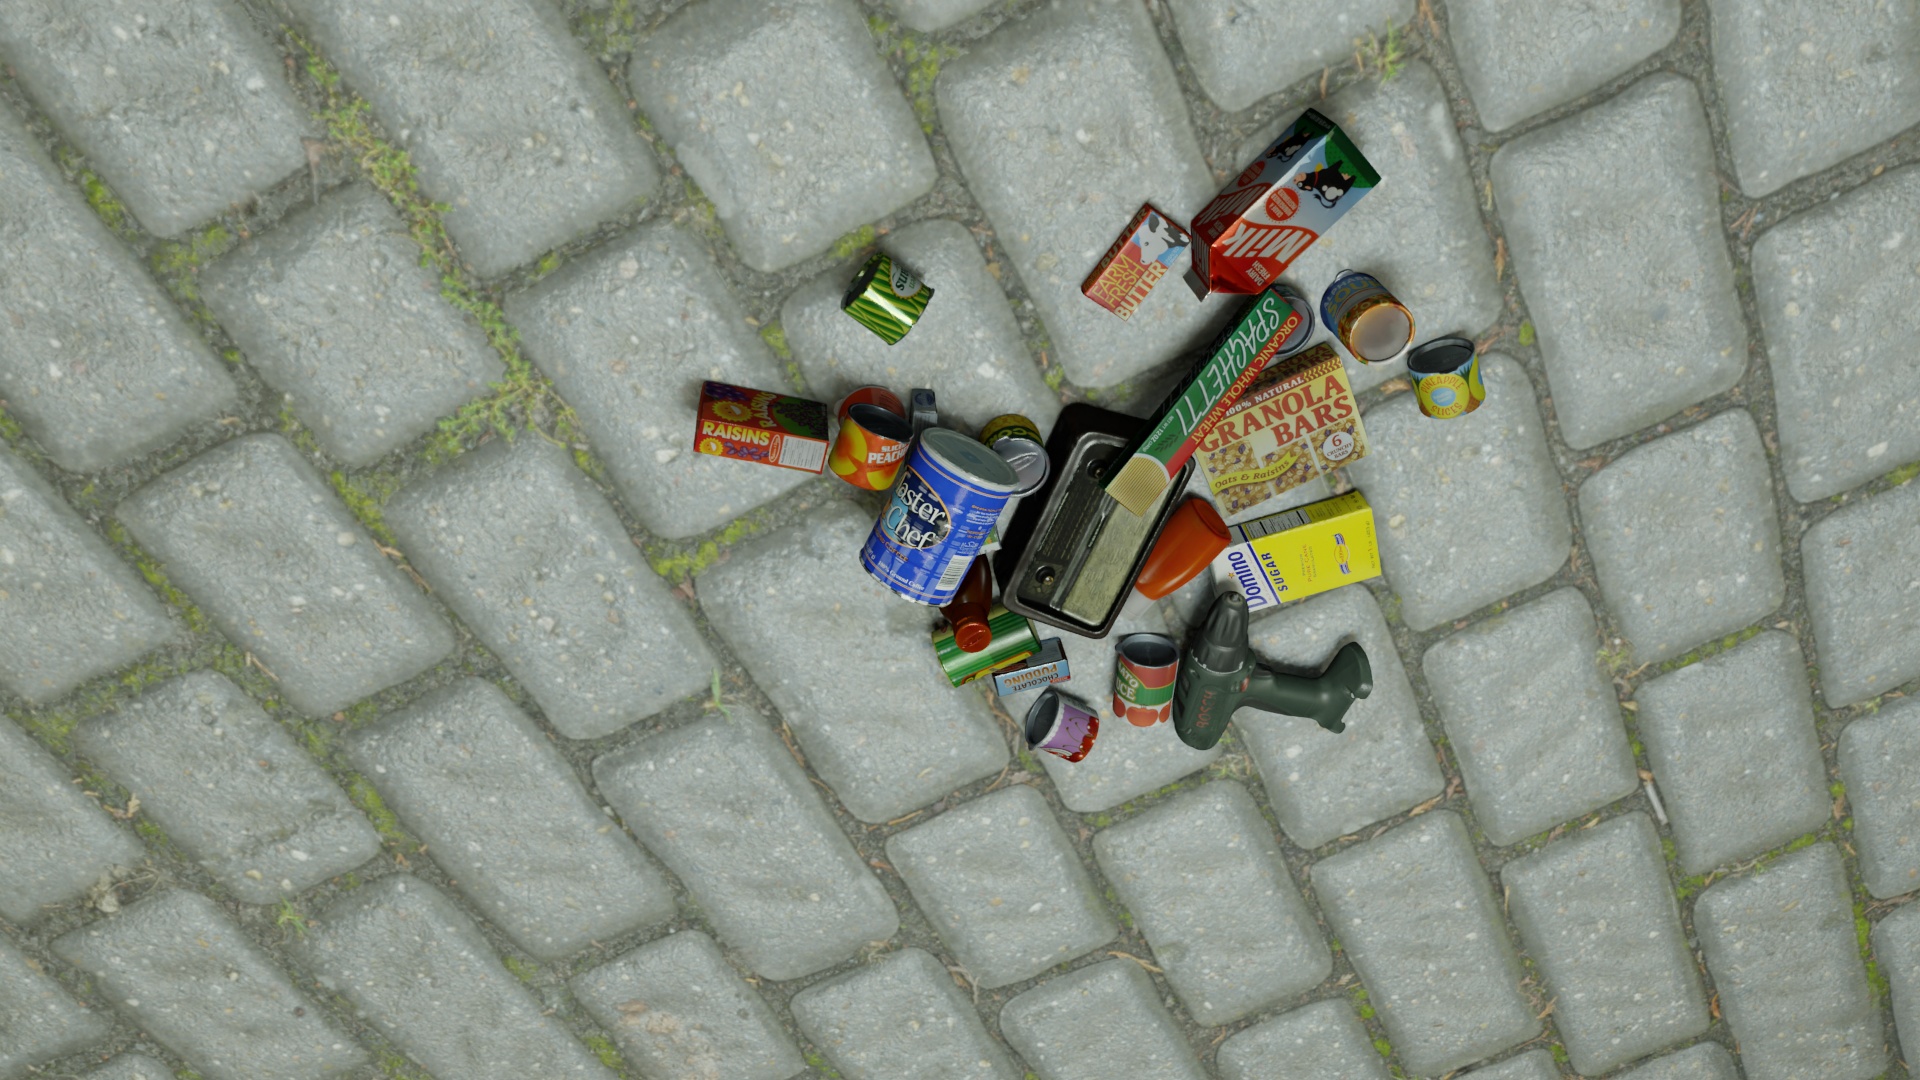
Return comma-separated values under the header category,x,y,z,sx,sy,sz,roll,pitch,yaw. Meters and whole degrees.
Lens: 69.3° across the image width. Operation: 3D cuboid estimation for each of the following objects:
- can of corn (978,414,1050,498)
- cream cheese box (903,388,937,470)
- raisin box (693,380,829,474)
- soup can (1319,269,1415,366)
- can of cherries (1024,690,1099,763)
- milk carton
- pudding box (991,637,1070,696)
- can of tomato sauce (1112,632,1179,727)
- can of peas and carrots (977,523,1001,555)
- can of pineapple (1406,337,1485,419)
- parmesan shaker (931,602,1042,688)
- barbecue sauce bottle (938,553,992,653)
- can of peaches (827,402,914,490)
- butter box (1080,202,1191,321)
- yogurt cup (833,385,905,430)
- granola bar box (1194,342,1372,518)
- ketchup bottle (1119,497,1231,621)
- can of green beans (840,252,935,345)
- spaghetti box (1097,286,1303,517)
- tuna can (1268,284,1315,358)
category,x,y,z,sx,sy,sz,roll,pitch,yaw
can of corn,0.051,-0.087,1.385,0.071,0.058,0.070,-3,120,-5
cream cheese box,-0.041,-0.092,1.373,0.024,0.053,0.103,4,119,-7
raisin box,-0.190,-0.108,1.325,0.123,0.086,0.040,10,120,-12
soup can,0.392,-0.216,1.341,0.071,0.084,0.071,-3,119,-5
can of cherries,0.113,0.211,1.556,0.058,0.072,0.071,26,113,-21
milk carton,0.284,-0.299,1.286,0.190,0.072,0.073,-43,116,16
pudding box,0.075,0.138,1.520,0.084,0.050,0.030,-13,119,-1
can of tomato sauce,0.203,0.155,1.536,0.071,0.071,0.082,-1,120,-7
can of peas and carrots,0.005,-0.018,1.415,0.059,0.071,0.070,-16,120,3
can of pineapple,0.487,-0.161,1.393,0.071,0.071,0.057,-23,120,6
parmesan shaker,0.029,0.109,1.485,0.103,0.071,0.071,-23,120,6
barbecue sauce bottle,0.004,0.058,1.408,0.065,0.149,0.043,-33,118,12
can of peaches,-0.083,-0.086,1.296,0.071,0.071,0.057,17,117,-16
butter box,0.166,-0.263,1.319,0.053,0.024,0.103,30,112,-22
yogurt cup,-0.086,-0.110,1.356,0.072,0.054,0.072,-3,120,-6
granola bar box,0.320,-0.111,1.417,0.165,0.039,0.123,-24,120,7
ketchup bottle,0.218,0.025,1.470,0.043,0.065,0.148,10,130,-43
can of green beans,-0.069,-0.224,1.287,0.058,0.071,0.071,35,110,-23
spaghetti box,0.229,-0.134,1.332,0.050,0.029,0.249,36,98,-20
tuna can,0.308,-0.214,1.361,0.071,0.033,0.070,-3,120,-6
